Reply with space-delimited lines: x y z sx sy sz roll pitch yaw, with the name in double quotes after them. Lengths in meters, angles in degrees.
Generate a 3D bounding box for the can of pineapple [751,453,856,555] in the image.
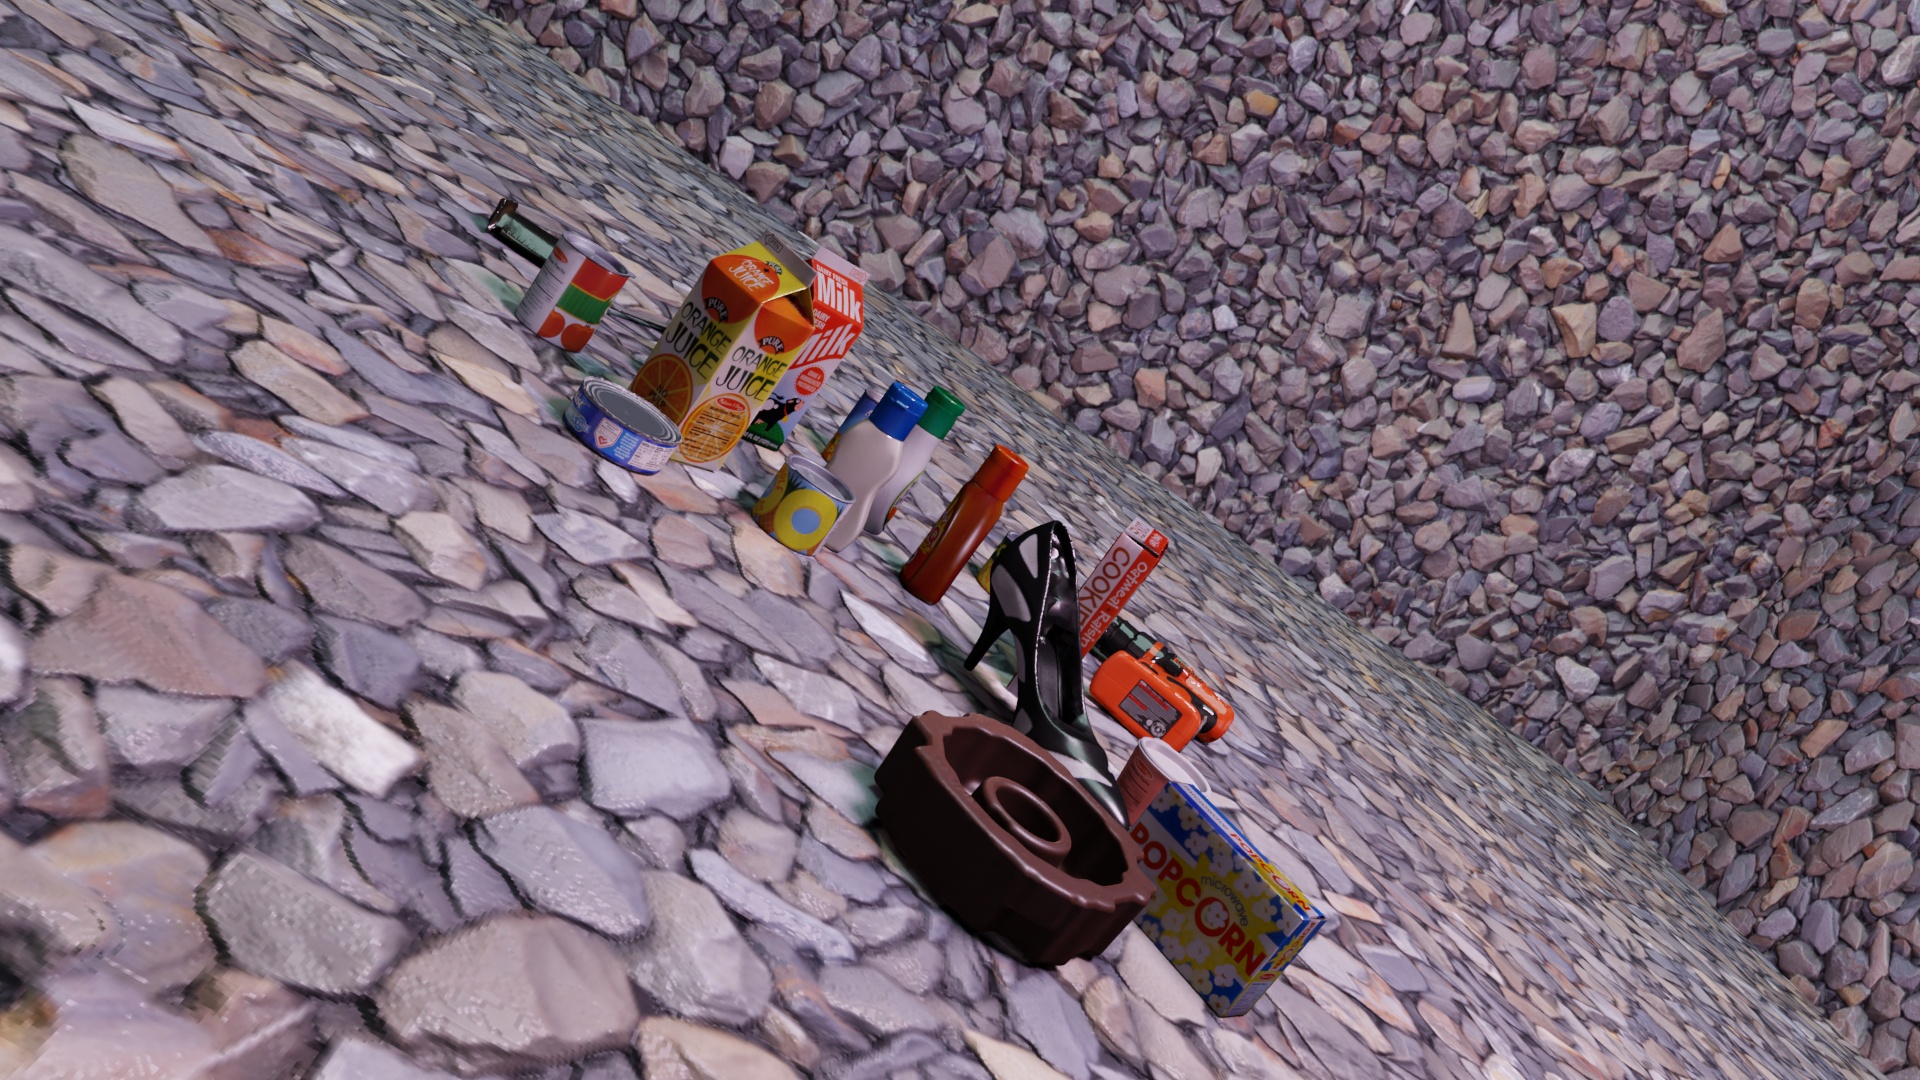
-0.130 -0.030 1.135 0.071 0.057 0.071 34 12 -8 "can of pineapple"

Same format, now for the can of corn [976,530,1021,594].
0.057 0.032 1.400 0.071 0.058 0.071 34 12 -8 "can of corn"

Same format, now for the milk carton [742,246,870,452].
-0.162 -0.187 1.315 0.072 0.190 0.073 22 19 -50 "milk carton"

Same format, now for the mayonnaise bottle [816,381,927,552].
-0.083 -0.065 1.177 0.065 0.147 0.041 36 12 -1 "mayonnaise bottle"

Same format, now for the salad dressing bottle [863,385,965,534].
-0.052 -0.076 1.302 0.044 0.147 0.064 36 12 -2 "salad dressing bottle"

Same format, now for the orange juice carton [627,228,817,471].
-0.189 -0.157 1.130 0.072 0.192 0.073 43 14 29 "orange juice carton"

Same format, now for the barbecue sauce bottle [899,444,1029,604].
0.004 -0.015 1.228 0.043 0.148 0.065 34 12 -11 "barbecue sauce bottle"

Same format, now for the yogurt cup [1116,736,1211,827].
0.151 0.194 1.072 0.072 0.054 0.072 34 13 -8 "yogurt cup"

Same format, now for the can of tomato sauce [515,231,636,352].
-0.335 -0.214 1.207 0.071 0.083 0.071 34 12 -8 "can of tomato sauce"

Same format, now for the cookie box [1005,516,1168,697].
0.112 0.061 1.190 0.040 0.167 0.123 37 12 5 "cookie box"

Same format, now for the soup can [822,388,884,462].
-0.094 -0.105 1.442 0.071 0.083 0.071 34 12 -8 "soup can"

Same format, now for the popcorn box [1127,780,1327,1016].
0.158 0.228 0.893 0.127 0.085 0.038 45 15 35 "popcorn box"
